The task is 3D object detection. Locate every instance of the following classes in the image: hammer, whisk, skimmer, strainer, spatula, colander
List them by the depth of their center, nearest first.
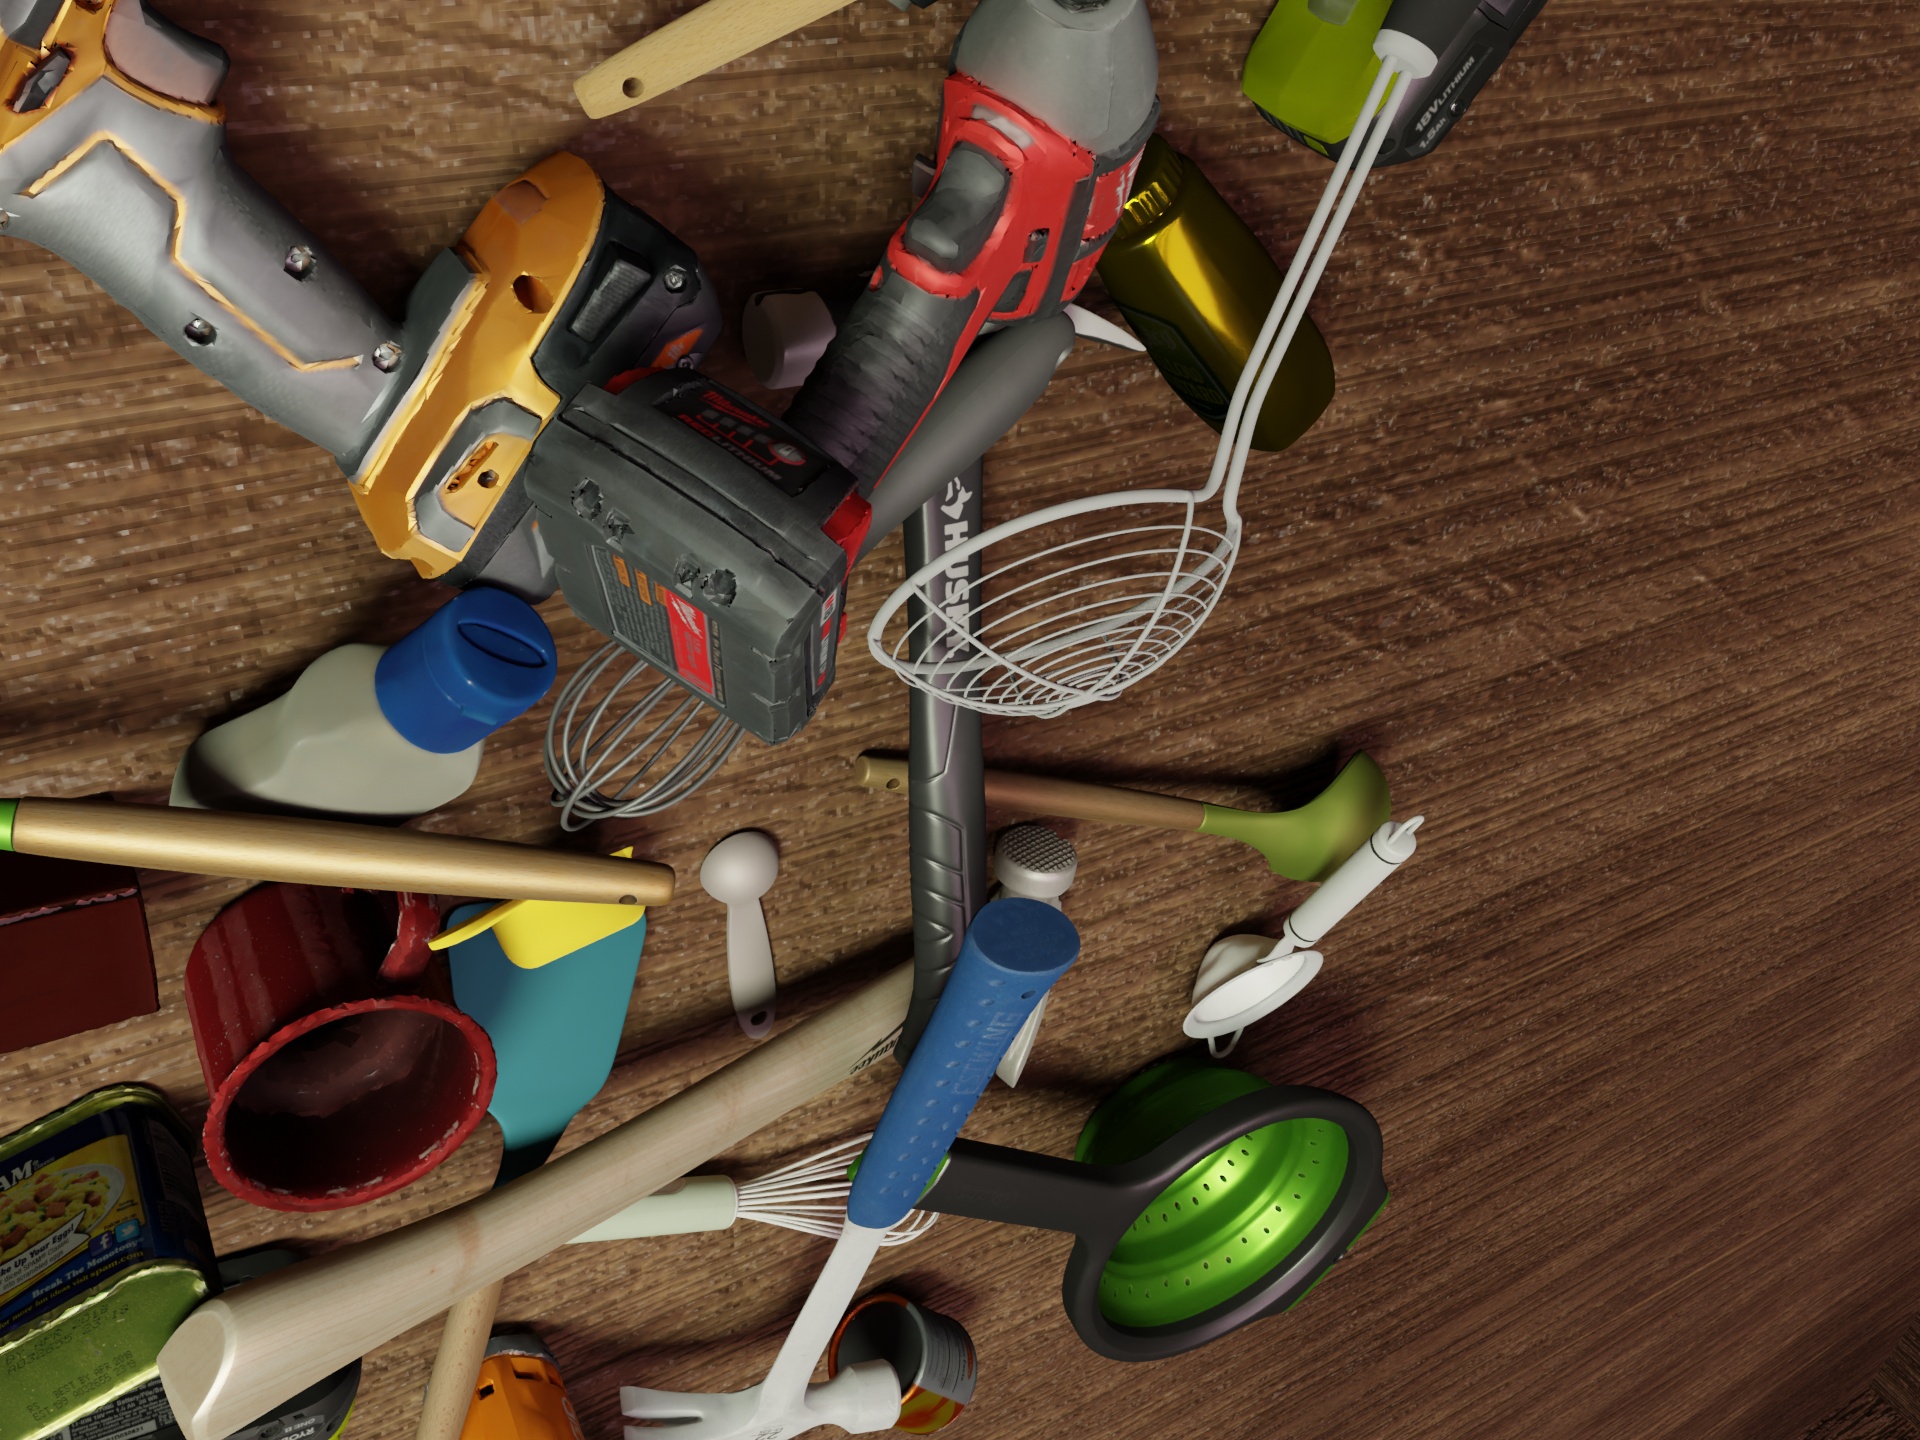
[{"bbox_3d":[0.086,-0.158,0.502,0.127,0.090,0.363,8,111,-56],"label":"skimmer"},{"bbox_3d":[-0.044,-0.053,0.515,0.239,0.055,0.055,-46,138,-14],"label":"whisk"},{"bbox_3d":[-0.001,-0.002,0.612,0.146,0.035,0.334,-14,117,-28],"label":"hammer"},{"bbox_3d":[-0.108,0.172,0.651,0.410,0.038,0.146,-22,134,-39],"label":"hammer"},{"bbox_3d":[-0.199,0.220,0.659,0.082,0.044,0.317,4,115,-38],"label":"spatula"},{"bbox_3d":[-0.045,0.217,0.682,0.144,0.035,0.405,2,134,-24],"label":"hammer"},{"bbox_3d":[-0.105,0.228,0.759,0.246,0.058,0.059,8,83,-37],"label":"whisk"},{"bbox_3d":[0.174,0.108,0.822,0.087,0.050,0.258,-13,154,-24],"label":"strainer"},{"bbox_3d":[0.077,0.237,0.862,0.396,0.095,0.204,25,108,-41],"label":"colander"}]

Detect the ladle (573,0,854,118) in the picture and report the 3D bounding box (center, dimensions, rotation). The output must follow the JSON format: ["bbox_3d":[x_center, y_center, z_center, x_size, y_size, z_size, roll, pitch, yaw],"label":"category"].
[{"bbox_3d":[0.039,-0.235,0.426,0.315,0.031,0.069,-25,136,3],"label":"ladle"}]

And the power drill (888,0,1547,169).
[{"bbox_3d":[0.084,-0.269,0.490,0.228,0.080,0.190,18,115,-41],"label":"power drill"}]

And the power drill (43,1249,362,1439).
[{"bbox_3d":[-0.324,0.331,0.650,0.171,0.080,0.223,-10,131,-32],"label":"power drill"}]

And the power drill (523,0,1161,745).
[{"bbox_3d":[-0.018,-0.111,0.440,0.220,0.078,0.143,-56,176,-17],"label":"power drill"}]

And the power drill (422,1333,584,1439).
[{"bbox_3d":[-0.167,0.407,0.760,0.084,0.164,0.226,-31,137,-9],"label":"power drill"}]

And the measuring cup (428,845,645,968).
[{"bbox_3d":[-0.146,0.072,0.543,0.062,0.156,0.029,-24,91,1],"label":"measuring cup"}]

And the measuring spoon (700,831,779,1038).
[{"bbox_3d":[-0.089,0.099,0.685,0.034,0.018,0.124,-20,133,-23],"label":"measuring spoon"}]

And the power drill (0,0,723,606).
[{"bbox_3d":[-0.170,-0.145,0.397,0.226,0.084,0.185,26,103,-41],"label":"power drill"}]

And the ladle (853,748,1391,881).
[{"bbox_3d":[0.086,0.034,0.757,0.320,0.062,0.078,9,127,-33],"label":"ladle"}]

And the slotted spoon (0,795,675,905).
[{"bbox_3d":[-0.238,0.033,0.452,0.313,0.031,0.070,7,141,-18],"label":"slotted spoon"}]
